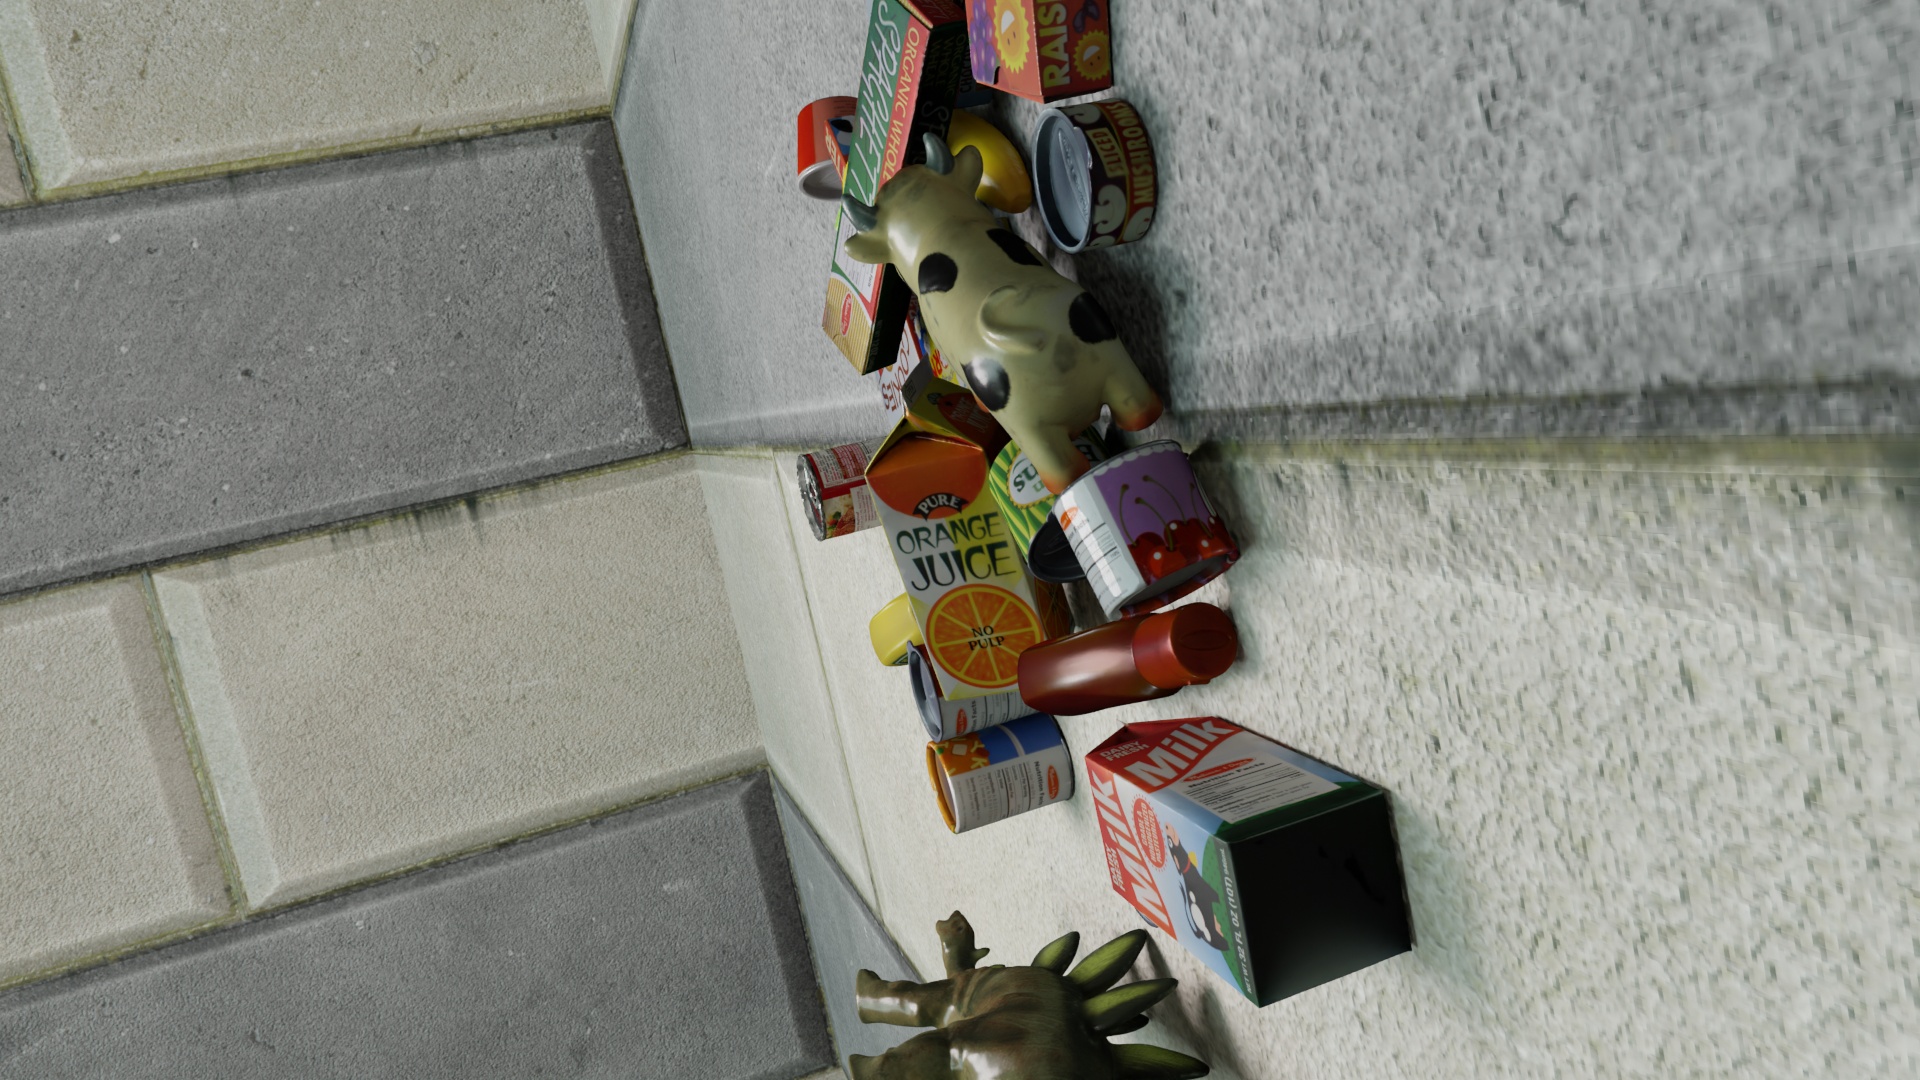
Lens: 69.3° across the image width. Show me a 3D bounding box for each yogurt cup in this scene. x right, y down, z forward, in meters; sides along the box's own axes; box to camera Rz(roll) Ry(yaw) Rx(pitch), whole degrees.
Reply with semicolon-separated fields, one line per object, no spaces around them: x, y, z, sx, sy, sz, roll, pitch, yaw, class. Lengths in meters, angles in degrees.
-0.086;-0.280;0.991;0.072;0.072;0.054;140;122;-73;yogurt cup

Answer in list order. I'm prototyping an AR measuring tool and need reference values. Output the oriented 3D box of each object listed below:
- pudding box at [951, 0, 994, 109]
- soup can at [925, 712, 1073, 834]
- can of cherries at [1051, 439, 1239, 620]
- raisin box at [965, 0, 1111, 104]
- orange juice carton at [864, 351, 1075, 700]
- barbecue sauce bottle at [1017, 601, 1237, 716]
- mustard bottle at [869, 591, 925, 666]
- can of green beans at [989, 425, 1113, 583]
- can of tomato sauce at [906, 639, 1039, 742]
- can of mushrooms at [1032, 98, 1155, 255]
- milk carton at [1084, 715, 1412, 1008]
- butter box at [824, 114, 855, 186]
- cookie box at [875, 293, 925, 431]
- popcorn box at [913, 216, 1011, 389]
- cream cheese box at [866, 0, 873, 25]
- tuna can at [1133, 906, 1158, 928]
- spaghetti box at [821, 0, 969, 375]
0.002;-0.278;0.743;0.083;0.030;0.050;110;144;-63;pudding box
0.025;0.156;0.949;0.071;0.084;0.071;167;89;-75;soup can
0.086;-0.005;0.626;0.058;0.072;0.071;64;161;18;can of cherries
0.031;-0.269;0.633;0.086;0.040;0.122;-133;32;-58;raisin box
0.003;-0.010;0.799;0.072;0.073;0.192;-65;-40;-62;orange juice carton
0.085;0.061;0.702;0.148;0.065;0.044;151;116;-65;barbecue sauce bottle
-0.028;0.061;1.092;0.159;0.065;0.049;133;119;-67;mustard bottle
0.055;-0.021;0.720;0.071;0.071;0.058;95;156;-49;can of green beans
0.014;0.091;0.931;0.071;0.083;0.071;167;89;-74;can of tomato sauce
0.061;-0.166;0.631;0.071;0.033;0.071;168;89;-75;can of mushrooms
0.115;0.133;0.633;0.190;0.073;0.072;-163;60;-72;milk carton
-0.050;-0.239;0.919;0.024;0.053;0.104;102;150;-62;butter box
-0.034;-0.146;0.972;0.122;0.040;0.168;120;134;-69;cookie box
0.010;-0.125;0.837;0.126;0.038;0.085;122;133;-69;popcorn box
-0.029;-0.303;0.843;0.104;0.024;0.053;-128;27;-55;cream cheese box
0.110;0.174;0.763;0.071;0.033;0.071;167;89;-74;tuna can
-0.041;-0.198;0.789;0.050;0.029;0.248;51;147;25;spaghetti box
